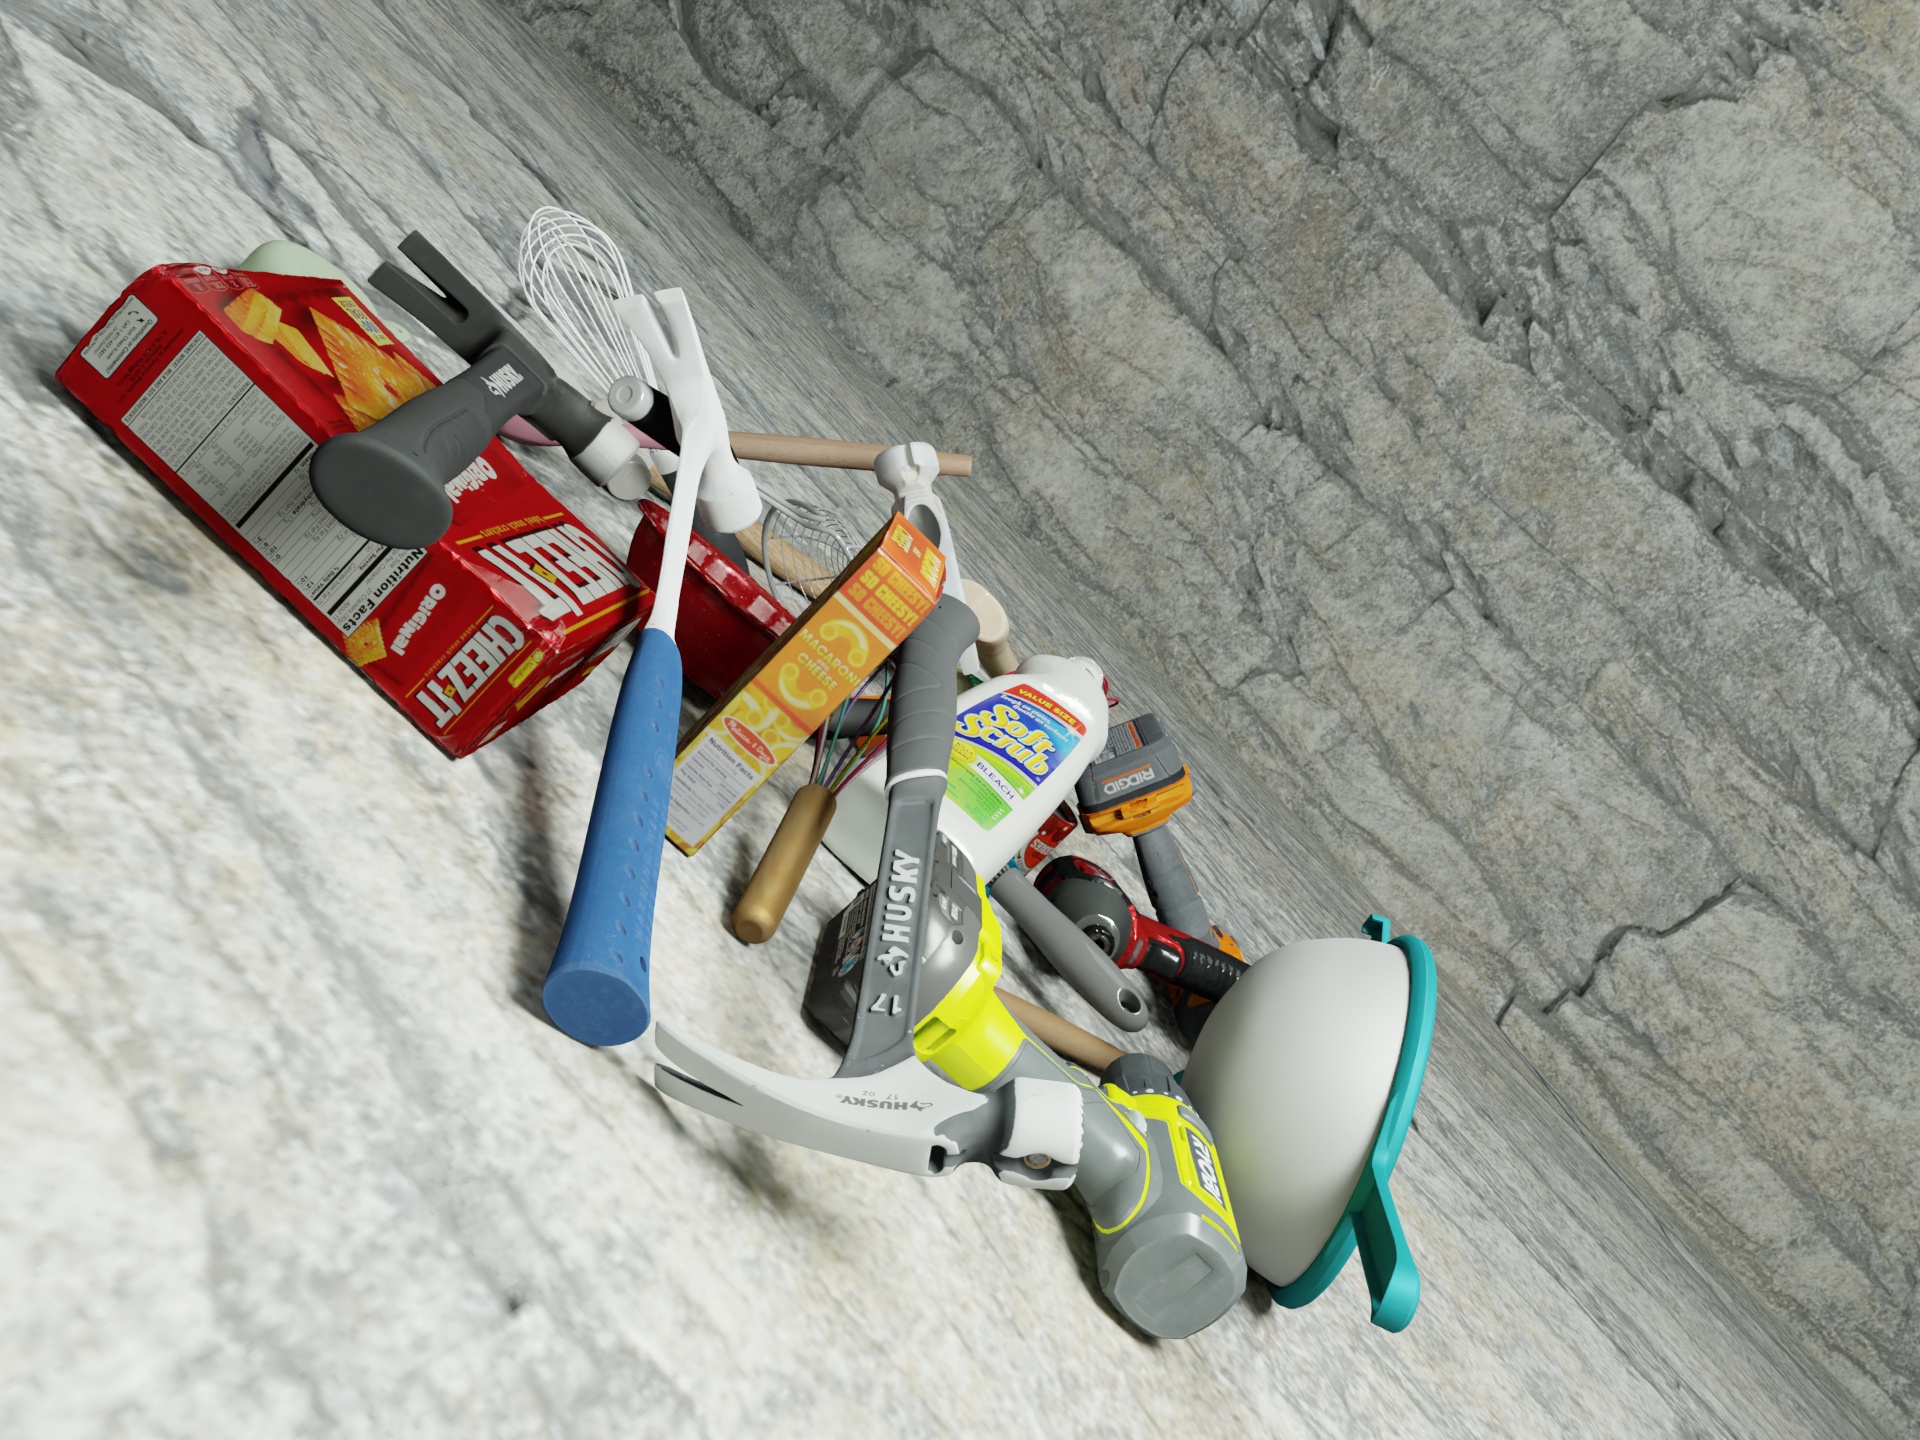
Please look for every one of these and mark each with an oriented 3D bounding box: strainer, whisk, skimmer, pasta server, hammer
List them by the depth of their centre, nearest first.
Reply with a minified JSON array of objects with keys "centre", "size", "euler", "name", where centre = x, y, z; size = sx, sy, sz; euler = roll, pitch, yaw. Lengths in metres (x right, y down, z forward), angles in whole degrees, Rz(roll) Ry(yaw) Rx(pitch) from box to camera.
[{"centre":[-0.208,-0.130,0.653],"size":[0.146,0.035,0.335],"euler":[45,9,-18],"name":"hammer"},{"centre":[-0.131,-0.041,0.682],"size":[0.406,0.035,0.143],"euler":[-93,171,-49],"name":"hammer"},{"centre":[-0.026,0.041,0.701],"size":[0.149,0.036,0.409],"euler":[7,30,-2],"name":"hammer"},{"centre":[-0.063,0.026,0.795],"size":[0.047,0.051,0.245],"euler":[11,34,8],"name":"whisk"},{"centre":[0.165,0.207,0.807],"size":[0.095,0.211,0.340],"euler":[22,8,5],"name":"strainer"},{"centre":[0.025,0.098,0.953],"size":[0.239,0.055,0.055],"euler":[44,11,21],"name":"whisk"},{"centre":[-0.138,-0.117,0.988],"size":[0.127,0.090,0.363],"euler":[51,8,19],"name":"skimmer"},{"centre":[-0.150,-0.181,0.997],"size":[0.316,0.040,0.060],"euler":[5,11,-5],"name":"pasta server"},{"centre":[-0.208,-0.202,1.048],"size":[0.070,0.070,0.284],"euler":[-112,177,-62],"name":"whisk"},{"centre":[-0.002,-0.003,1.054],"size":[0.295,0.073,0.073],"euler":[-2,44,-43],"name":"whisk"},{"centre":[-0.031,-0.067,1.121],"size":[0.386,0.038,0.143],"euler":[114,-37,-80],"name":"hammer"},{"centre":[-0.163,-0.144,1.228],"size":[0.331,0.031,0.130],"euler":[34,17,-45],"name":"hammer"},{"centre":[0.028,-0.049,1.307],"size":[0.146,0.038,0.410],"euler":[42,-3,15],"name":"hammer"}]

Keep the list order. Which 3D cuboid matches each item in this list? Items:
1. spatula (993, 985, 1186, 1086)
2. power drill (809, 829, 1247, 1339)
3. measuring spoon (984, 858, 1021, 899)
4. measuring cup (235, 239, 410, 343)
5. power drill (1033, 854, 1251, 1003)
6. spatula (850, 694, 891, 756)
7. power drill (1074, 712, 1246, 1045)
[{"centre":[0.093,0.190,0.935],"size":[0.317,0.044,0.082],"euler":[33,3,-40],"name":"spatula"},{"centre":[0.039,0.164,0.764],"size":[0.228,0.080,0.191],"euler":[45,11,-11],"name":"power drill"},{"centre":[0.007,0.109,0.998],"size":[0.042,0.021,0.128],"euler":[33,20,3],"name":"measuring spoon"},{"centre":[-0.342,-0.232,0.894],"size":[0.083,0.038,0.167],"euler":[44,14,-3],"name":"measuring cup"},{"centre":[0.150,0.162,1.027],"size":[0.219,0.078,0.143],"euler":[27,4,-5],"name":"power drill"},{"centre":[0.043,0.021,1.180],"size":[0.322,0.041,0.081],"euler":[10,42,-51],"name":"spatula"},{"centre":[0.152,0.115,1.171],"size":[0.164,0.084,0.226],"euler":[-82,150,-79],"name":"power drill"}]
